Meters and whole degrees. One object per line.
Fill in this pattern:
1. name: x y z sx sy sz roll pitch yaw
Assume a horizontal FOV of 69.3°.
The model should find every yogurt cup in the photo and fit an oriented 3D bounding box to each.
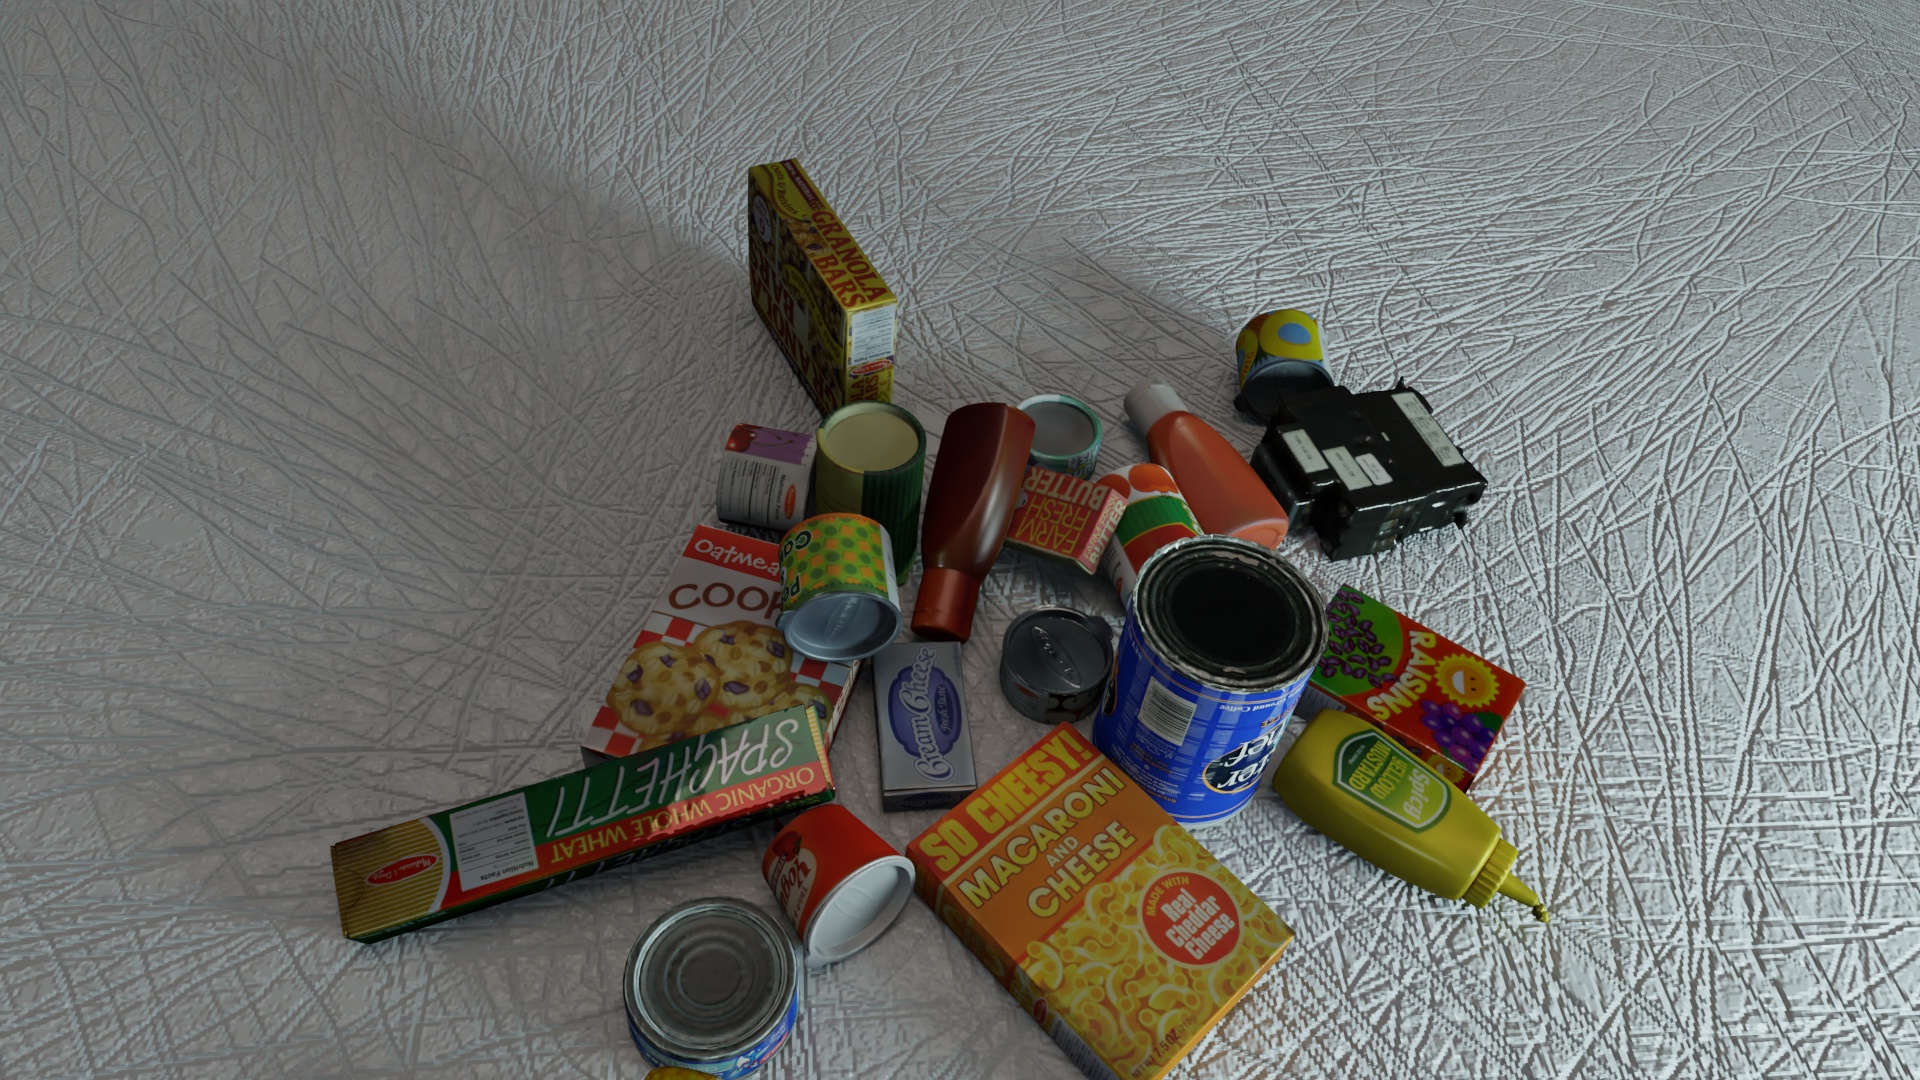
1. yogurt cup: -0.065 0.173 0.712 0.073 0.072 0.054 -28 50 -27

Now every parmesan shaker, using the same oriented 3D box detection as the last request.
1. parmesan shaker: -0.054 -0.027 0.858 0.071 0.102 0.072 4 49 -4

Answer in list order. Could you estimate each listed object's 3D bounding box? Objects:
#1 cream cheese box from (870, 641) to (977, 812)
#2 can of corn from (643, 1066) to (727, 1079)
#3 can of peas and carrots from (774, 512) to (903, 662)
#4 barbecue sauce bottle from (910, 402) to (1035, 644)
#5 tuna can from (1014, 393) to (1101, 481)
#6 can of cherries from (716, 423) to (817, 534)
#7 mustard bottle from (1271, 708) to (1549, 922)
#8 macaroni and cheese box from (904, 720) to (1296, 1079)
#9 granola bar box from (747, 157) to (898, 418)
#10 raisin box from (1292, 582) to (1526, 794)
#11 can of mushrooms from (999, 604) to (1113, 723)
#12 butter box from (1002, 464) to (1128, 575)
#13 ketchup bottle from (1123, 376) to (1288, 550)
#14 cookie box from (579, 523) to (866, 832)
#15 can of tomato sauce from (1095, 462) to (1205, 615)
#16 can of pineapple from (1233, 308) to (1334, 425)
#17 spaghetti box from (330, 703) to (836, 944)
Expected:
1. cream cheese box: -0.022 0.105 0.800 0.053 0.024 0.104 -1 50 -8
2. can of corn: -0.122 0.275 0.616 0.071 0.070 0.058 15 49 6
3. can of peas and carrots: -0.071 0.026 0.780 0.071 0.070 0.059 -3 51 -9
4. barbecue sauce bottle: 0.003 -0.011 0.861 0.043 0.064 0.149 29 66 -37
5. tuna can: 0.064 -0.066 0.953 0.071 0.032 0.071 3 49 -4
6. can of cherries: -0.119 -0.039 0.888 0.058 0.071 0.072 10 49 3
7. mustard bottle: 0.255 0.158 0.771 0.160 0.048 0.065 33 55 20
8. macaroni and cheese box: 0.069 0.191 0.727 0.124 0.040 0.167 -33 61 -29
9. granola bar box: -0.099 -0.164 0.958 0.039 0.123 0.166 -19 54 -21
10. raisin box: 0.263 0.091 0.837 0.123 0.039 0.086 30 52 20
11. can of mushrooms: 0.059 0.073 0.832 0.071 0.033 0.071 3 49 -3
12. butter box: 0.051 -0.017 0.877 0.103 0.024 0.053 18 76 41
13. ketchup bottle: 0.160 -0.051 0.944 0.065 0.043 0.149 -14 52 -19
14. cookie box: -0.125 0.076 0.804 0.123 0.040 0.168 15 50 6
15. can of tomato sauce: 0.122 0.002 0.879 0.071 0.070 0.083 -11 51 -15
16. can of pineapple: 0.231 -0.125 1.002 0.071 0.070 0.058 6 49 -2
17. spaghetti box: -0.188 0.144 0.710 0.250 0.028 0.050 -16 68 -7
